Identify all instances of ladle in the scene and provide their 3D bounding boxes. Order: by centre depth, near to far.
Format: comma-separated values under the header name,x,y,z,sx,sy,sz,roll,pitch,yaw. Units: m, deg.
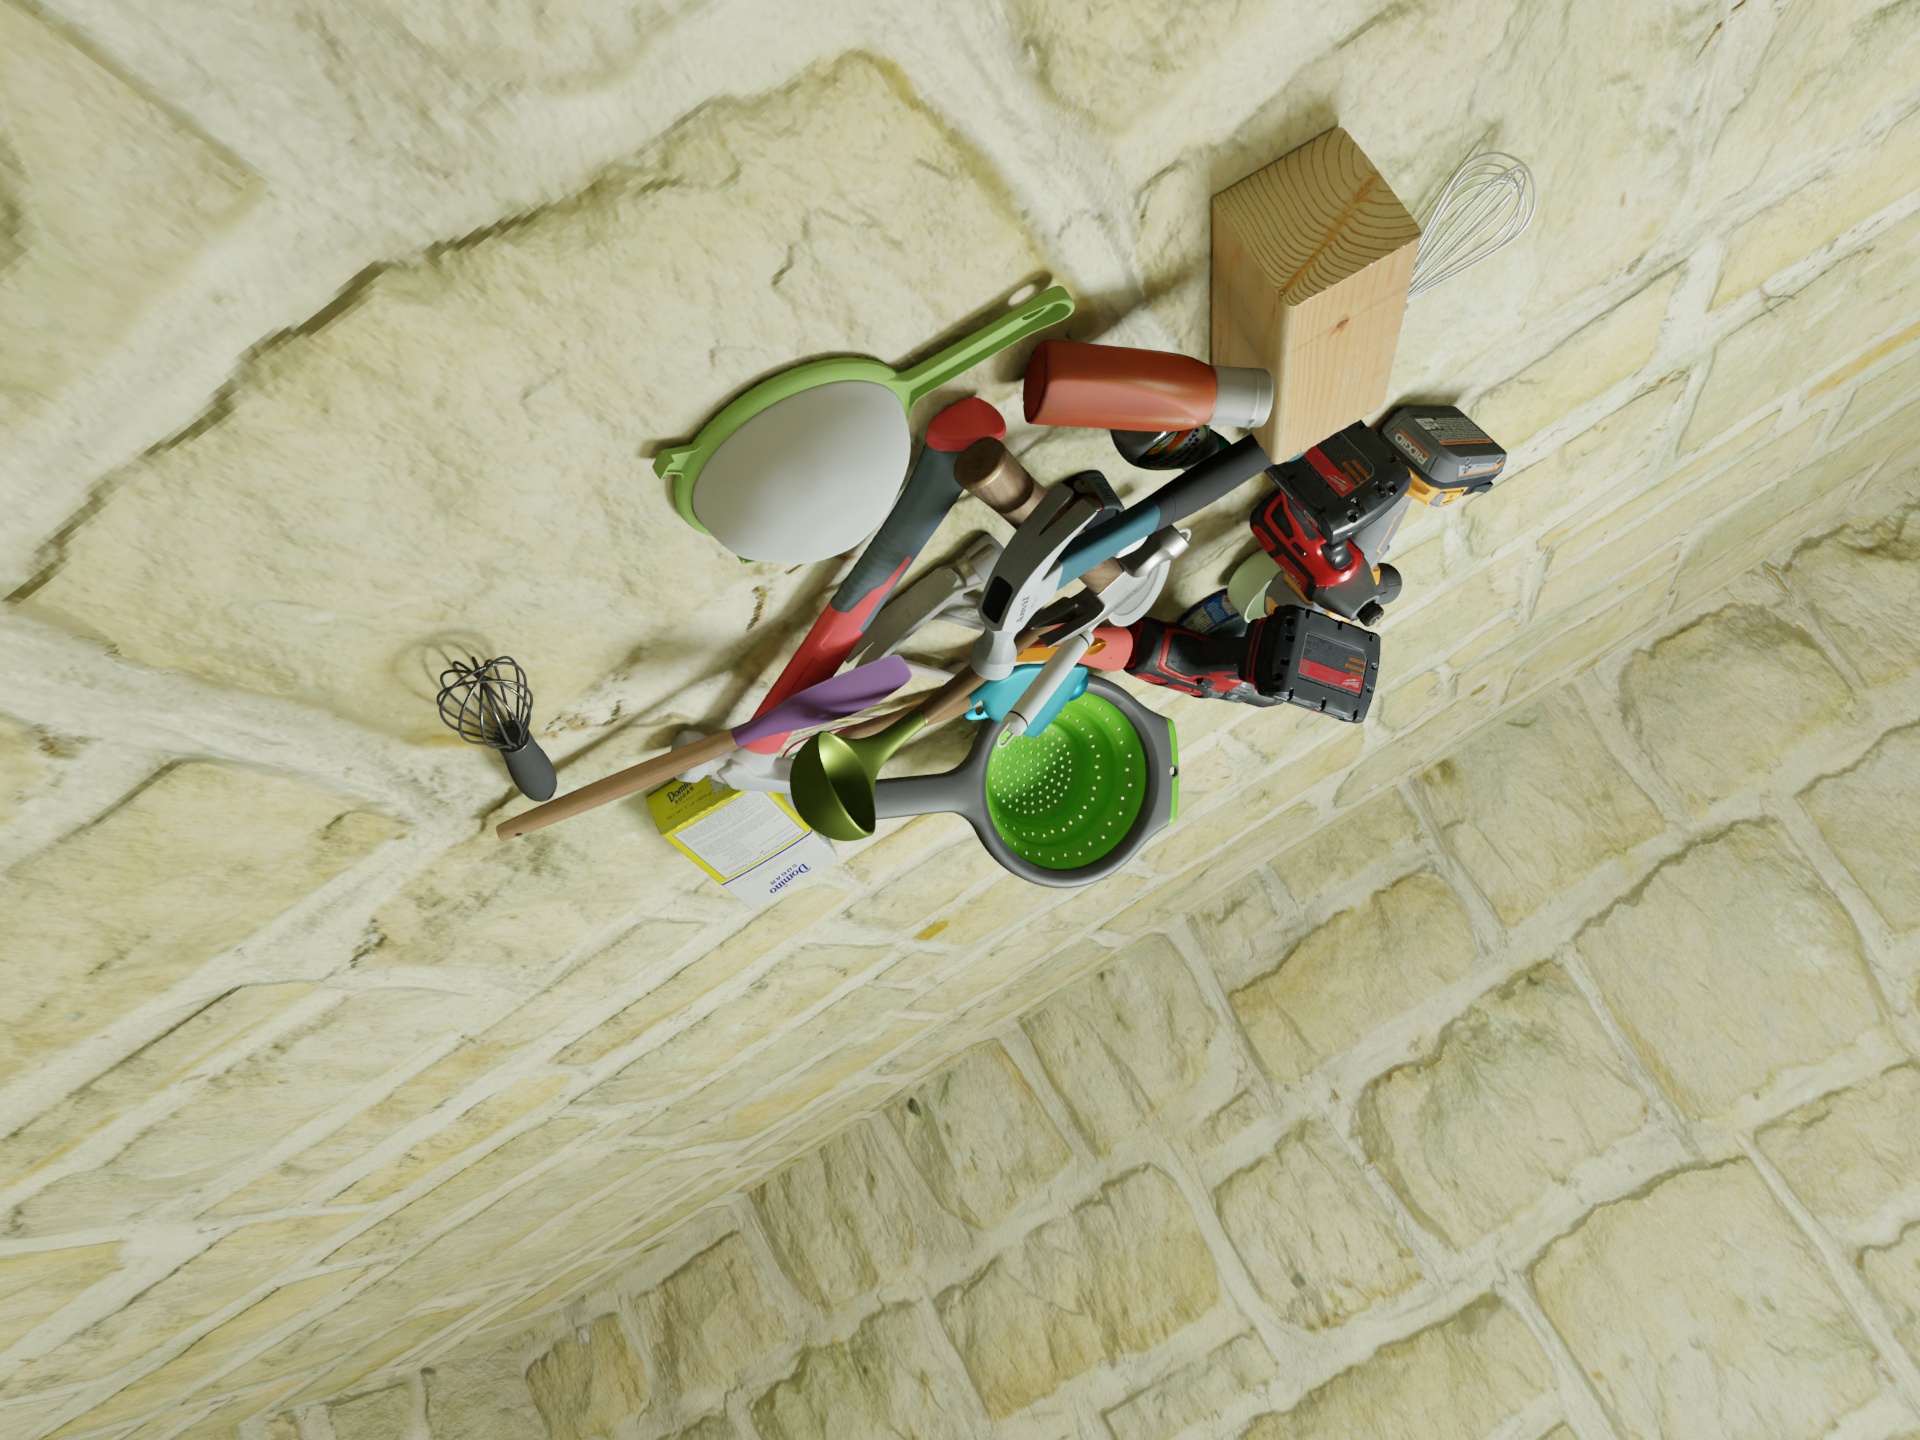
name,x,y,z,sx,sy,sz,roll,pitch,yaw
ladle,-0.006,-0.016,1.141,0.062,0.078,0.320,-14,-161,49

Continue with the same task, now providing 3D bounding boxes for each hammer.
name,x,y,z,sx,sy,sz,roll,pitch,yaw
hammer,0.136,-0.144,1.085,0.331,0.033,0.128,-32,152,-34
hammer,0.066,-0.125,1.086,0.130,0.031,0.331,-43,159,10
hammer,-0.064,-0.070,1.100,0.143,0.038,0.386,7,140,-33
hammer,0.049,-0.070,1.320,0.149,0.037,0.359,-38,160,20

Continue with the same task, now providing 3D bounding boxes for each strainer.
name,x,y,z,sx,sy,sz,roll,pitch,yaw
strainer,-0.037,-0.159,0.908,0.256,0.069,0.151,-30,161,3
strainer,0.099,-0.073,1.267,0.258,0.050,0.086,-51,144,-26

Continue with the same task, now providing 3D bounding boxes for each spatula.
name,x,y,z,sx,sy,sz,roll,pitch,yaw
spatula,-0.182,0.023,1.127,0.316,0.018,0.059,-22,153,3
spatula,-0.002,-0.004,1.243,0.082,0.044,0.317,-54,162,26

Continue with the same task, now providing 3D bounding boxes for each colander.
name,x,y,z,sx,sy,sz,roll,pitch,yaw
colander,0.012,0.059,1.502,0.397,0.204,0.094,-5,-173,-22

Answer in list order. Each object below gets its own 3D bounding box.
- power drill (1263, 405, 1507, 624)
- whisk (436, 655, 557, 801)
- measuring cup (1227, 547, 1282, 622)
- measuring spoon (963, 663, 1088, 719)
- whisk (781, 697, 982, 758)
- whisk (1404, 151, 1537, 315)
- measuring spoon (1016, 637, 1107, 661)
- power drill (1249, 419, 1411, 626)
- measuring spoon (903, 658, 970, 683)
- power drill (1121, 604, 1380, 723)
name,x,y,z,sx,sy,sz,roll,pitch,yaw
power drill,0.394,-0.176,1.453,0.185,0.084,0.226,-12,144,-45
whisk,-0.286,0.014,1.013,0.055,0.055,0.238,-26,165,-12
measuring cup,0.318,-0.164,1.498,0.167,0.038,0.083,-46,156,9
measuring spoon,0.063,-0.023,1.448,0.128,0.042,0.021,-19,-160,-20
whisk,-0.060,0.008,1.338,0.245,0.047,0.051,-20,150,-40
whisk,0.309,-0.300,1.114,0.058,0.059,0.246,-37,174,-39
measuring spoon,0.078,-0.060,1.321,0.117,0.011,0.021,-7,151,-42
power drill,0.298,-0.163,1.295,0.078,0.143,0.219,-36,159,-3
measuring spoon,-0.024,-0.046,1.307,0.034,0.018,0.124,-10,168,33
power drill,0.275,-0.046,1.440,0.187,0.080,0.227,15,175,-29
